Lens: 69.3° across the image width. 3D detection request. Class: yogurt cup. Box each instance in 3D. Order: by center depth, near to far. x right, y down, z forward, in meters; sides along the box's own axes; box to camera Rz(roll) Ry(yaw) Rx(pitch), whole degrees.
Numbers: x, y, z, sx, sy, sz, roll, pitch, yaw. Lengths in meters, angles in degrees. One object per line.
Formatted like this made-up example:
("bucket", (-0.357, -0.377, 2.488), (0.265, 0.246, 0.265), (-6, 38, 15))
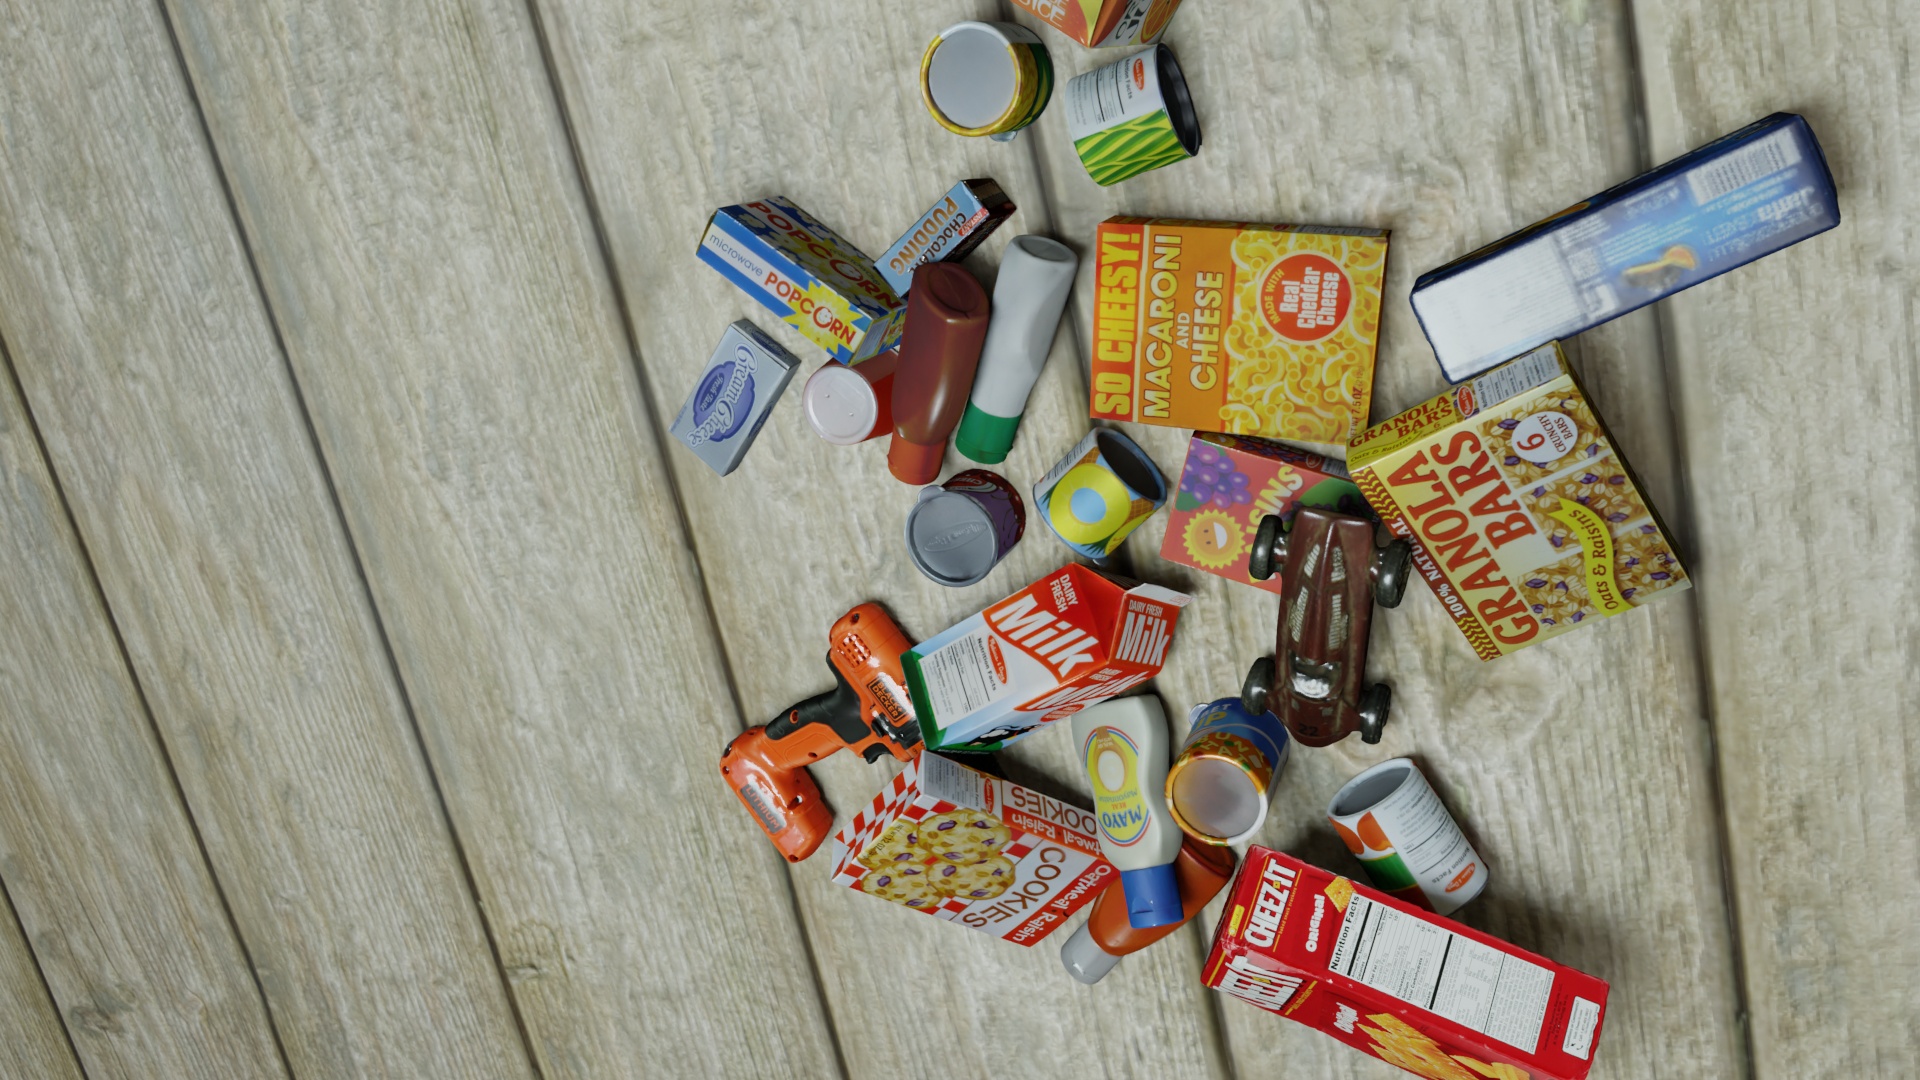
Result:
("yogurt cup", (-0.070, -0.096, 0.930), (0.072, 0.054, 0.072), (7, 110, 19))

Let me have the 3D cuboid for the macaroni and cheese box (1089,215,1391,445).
("macaroni and cheese box", (0.165, -0.127, 0.833), (0.166, 0.040, 0.123), (8, 111, 19))

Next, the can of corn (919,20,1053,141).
("can of corn", (0.016, -0.274, 0.832), (0.071, 0.058, 0.071), (7, 110, 20))

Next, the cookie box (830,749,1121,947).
("cookie box", (0.014, 0.218, 0.960), (0.167, 0.040, 0.122), (24, 129, -22))

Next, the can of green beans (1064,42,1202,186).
("can of green beans", (0.099, -0.245, 0.804), (0.057, 0.071, 0.071), (-14, 102, 26))

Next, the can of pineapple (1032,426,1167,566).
("can of pineapple", (0.090, -0.029, 0.882), (0.071, 0.071, 0.057), (46, 118, 2))

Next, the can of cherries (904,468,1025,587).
("can of cherries", (0.003, -0.012, 0.927), (0.071, 0.058, 0.071), (8, 111, 21))

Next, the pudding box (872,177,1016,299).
("pudding box", (-0.010, -0.191, 0.876), (0.083, 0.050, 0.030), (-38, 90, 27))

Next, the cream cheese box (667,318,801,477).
("cream cheese box", (-0.161, -0.100, 0.982), (0.053, 0.024, 0.103), (39, 117, 5))

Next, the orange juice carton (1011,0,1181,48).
("orange juice carton", (0.070, -0.307, 0.722), (0.072, 0.193, 0.072), (35, 118, 7))

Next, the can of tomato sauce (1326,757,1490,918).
("can of tomato sauce", (0.281, 0.190, 0.881), (0.071, 0.071, 0.083), (-33, 93, 28))

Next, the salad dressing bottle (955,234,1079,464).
("salad dressing bottle", (0.032, -0.118, 0.880), (0.044, 0.064, 0.146), (26, 123, 12))

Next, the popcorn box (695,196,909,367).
("popcorn box", (-0.096, -0.170, 0.897), (0.127, 0.085, 0.038), (37, 117, 7))

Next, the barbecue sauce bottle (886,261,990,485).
("barbecue sauce bottle", (-0.019, -0.100, 0.882), (0.147, 0.044, 0.065), (105, 149, -44))

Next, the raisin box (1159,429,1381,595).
("raisin box", (0.195, -0.015, 0.860), (0.123, 0.040, 0.085), (17, 114, 14))

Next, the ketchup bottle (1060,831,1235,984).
("ketchup bottle", (0.125, 0.256, 0.978), (0.065, 0.044, 0.148), (42, 118, 11))

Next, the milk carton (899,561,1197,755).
("milk carton", (0.060, 0.073, 0.912), (0.190, 0.072, 0.073), (-30, 65, 28))

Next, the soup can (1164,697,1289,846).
("soup can", (0.171, 0.147, 0.899), (0.071, 0.084, 0.071), (7, 110, 20))

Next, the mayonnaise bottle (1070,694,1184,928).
("mayonnaise bottle", (0.117, 0.180, 0.925), (0.064, 0.041, 0.148), (-19, 75, 35))

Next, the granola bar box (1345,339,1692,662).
("granola bar box", (0.312, -0.017, 0.778), (0.124, 0.039, 0.165), (-27, 119, 29))
